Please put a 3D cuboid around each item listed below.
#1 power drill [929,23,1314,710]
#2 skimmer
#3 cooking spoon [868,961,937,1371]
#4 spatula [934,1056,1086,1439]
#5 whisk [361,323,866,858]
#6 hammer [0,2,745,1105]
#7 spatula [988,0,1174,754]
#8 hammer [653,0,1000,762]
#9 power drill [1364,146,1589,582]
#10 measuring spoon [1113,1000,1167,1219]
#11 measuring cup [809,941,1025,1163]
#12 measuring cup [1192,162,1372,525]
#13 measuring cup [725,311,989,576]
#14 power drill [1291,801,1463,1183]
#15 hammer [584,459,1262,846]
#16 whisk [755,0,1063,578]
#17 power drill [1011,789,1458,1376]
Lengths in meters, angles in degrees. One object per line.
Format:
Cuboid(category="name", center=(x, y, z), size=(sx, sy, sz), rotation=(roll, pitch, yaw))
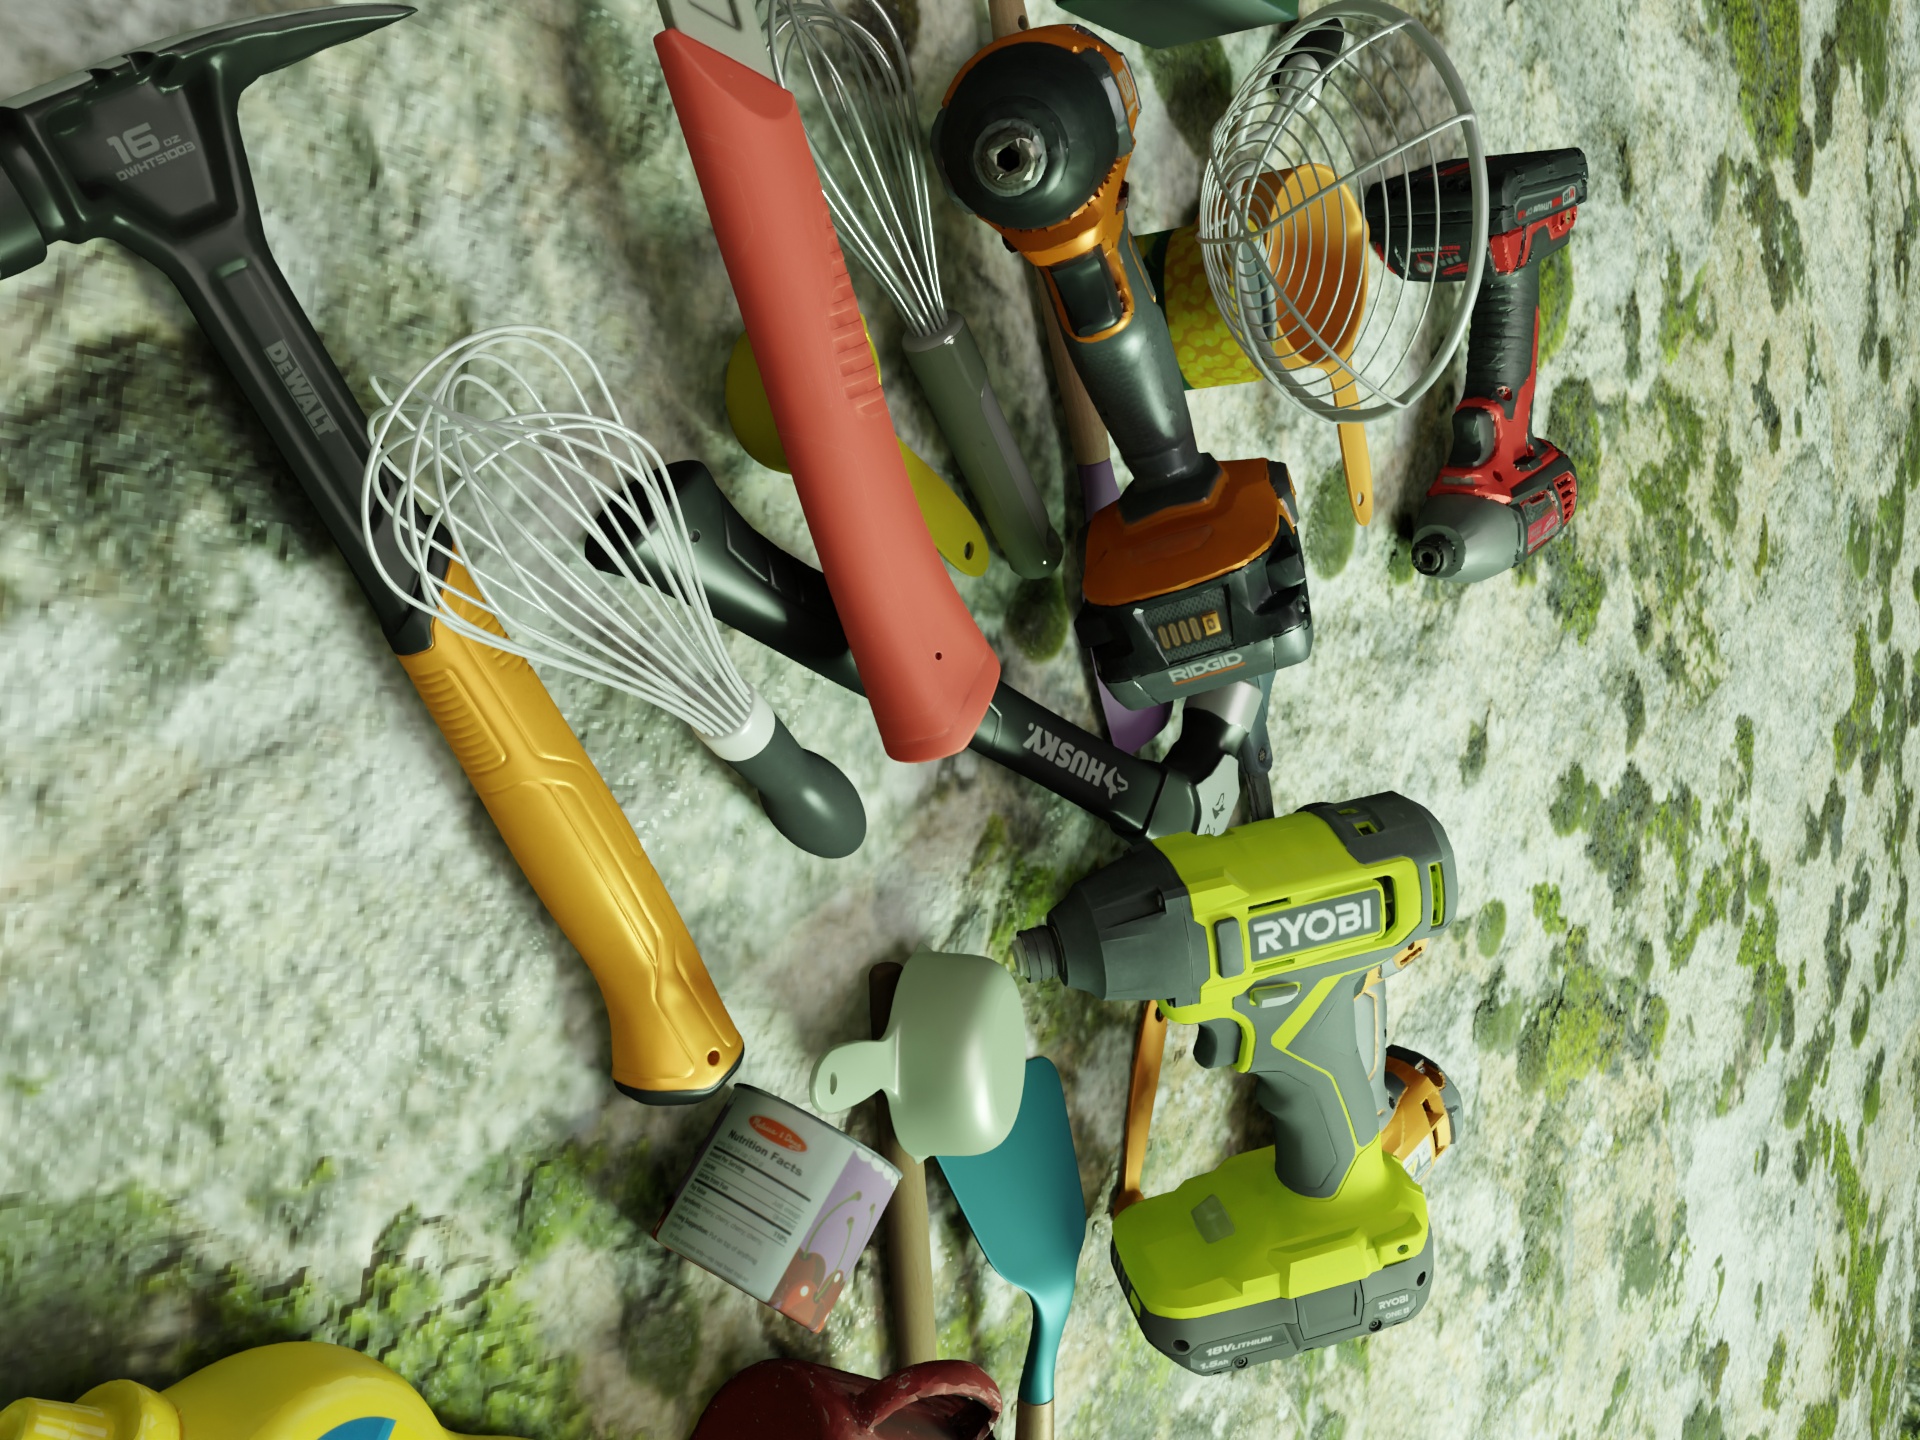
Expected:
Cuboid(category="power drill", center=(0.054, -0.123, 0.552), size=(0.164, 0.084, 0.226), rotation=(-69, 140, -64))
Cuboid(category="skimmer", center=(0.153, -0.226, 0.607), size=(0.363, 0.090, 0.127), rotation=(-63, 160, -54))
Cuboid(category="cooking spoon", center=(-0.018, 0.248, 0.631), size=(0.068, 0.017, 0.319), rotation=(-18, 108, -50))
Cuboid(category="spatula", center=(0.024, 0.306, 0.684), size=(0.082, 0.044, 0.317), rotation=(-14, 110, -47))
Cuboid(category="whisk", center=(-0.077, -0.015, 0.456), size=(0.070, 0.070, 0.284), rotation=(-67, 157, -16))
Cuboid(category="hammer", center=(-0.137, -0.022, 0.455), size=(0.127, 0.034, 0.336), rotation=(-43, 125, -34))
Cuboid(category="spatula", center=(0.051, -0.133, 0.655), size=(0.060, 0.018, 0.315), rotation=(-35, 121, -39))
Cuboid(category="hammer", center=(-0.066, -0.151, 0.466), size=(0.149, 0.037, 0.359), rotation=(-24, 110, -23))
Cuboid(category="power drill", center=(0.280, -0.185, 0.857), size=(0.143, 0.079, 0.219), rotation=(-30, 119, -41))
Cuboid(category="measuring spoon", center=(0.088, 0.180, 0.741), size=(0.021, 0.011, 0.117), rotation=(10, 88, -48))
Cuboid(category="measuring cup", center=(-0.010, 0.120, 0.556), size=(0.167, 0.038, 0.083), rotation=(26, 64, -74))
Cuboid(category="measuring cup", center=(0.153, -0.168, 0.737), size=(0.095, 0.052, 0.173), rotation=(-43, 126, -35))
Cuboid(category="measuring cup", center=(-0.033, -0.091, 0.572), size=(0.156, 0.029, 0.062), rotation=(41, 65, -55))
Cuboid(category="power drill", center=(0.166, 0.177, 0.777), size=(0.185, 0.084, 0.226), rotation=(-34, 125, -29))
Cuboid(category="hammer", center=(-0.001, -0.002, 0.599), size=(0.334, 0.035, 0.146), rotation=(28, 80, -44))
Cuboid(category="whisk", center=(-0.012, -0.146, 0.566), size=(0.058, 0.059, 0.246), rotation=(-80, 151, -46))
Cuboid(category="power drill", center=(0.115, 0.149, 0.653), size=(0.171, 0.080, 0.223), rotation=(-12, 112, -8))
